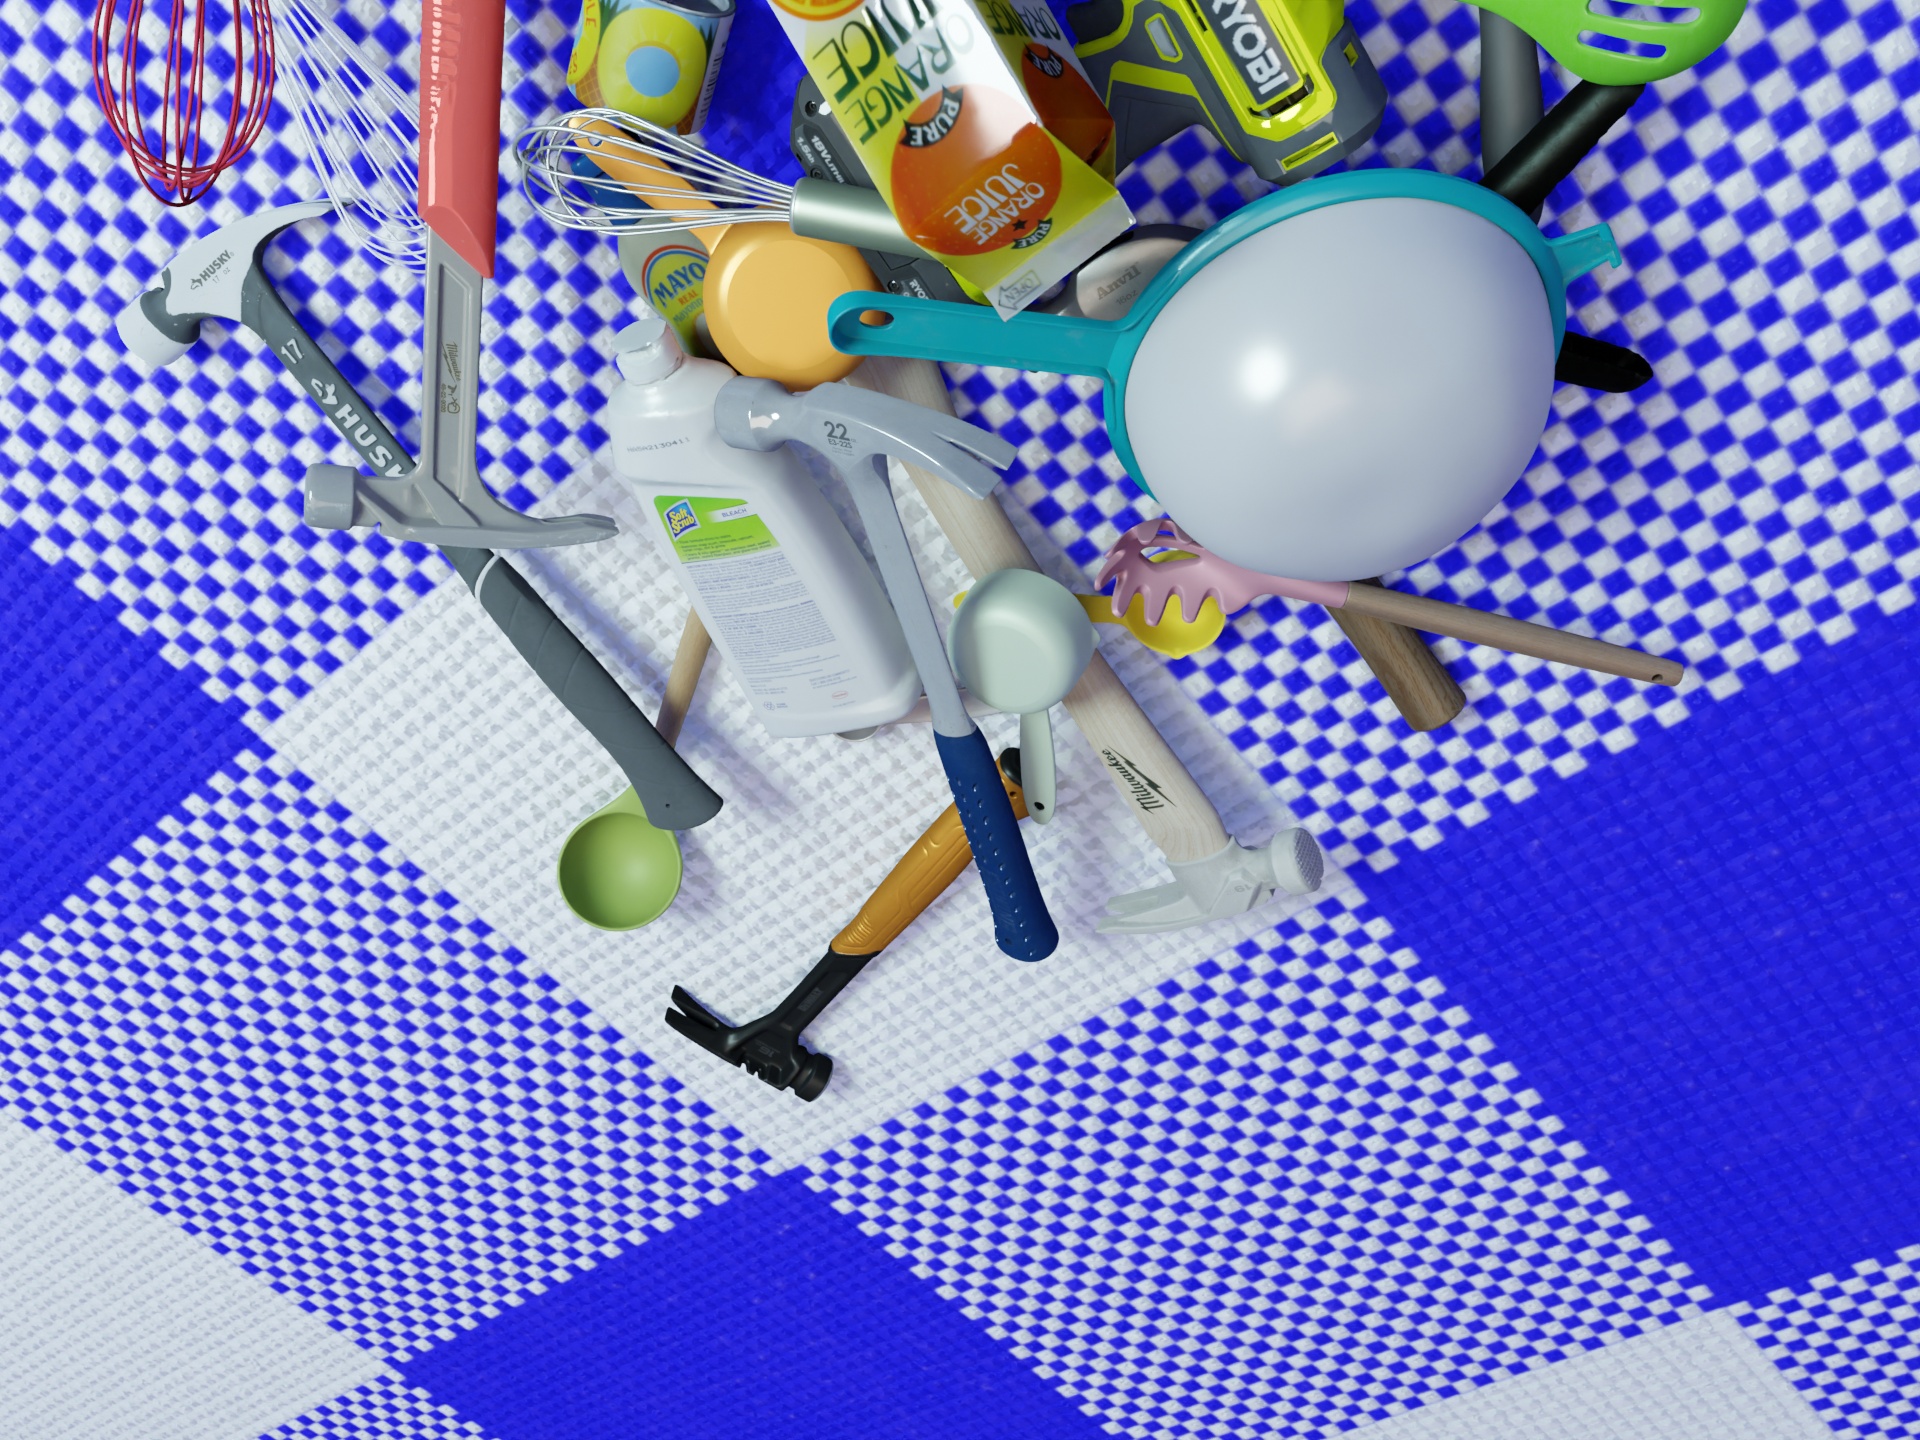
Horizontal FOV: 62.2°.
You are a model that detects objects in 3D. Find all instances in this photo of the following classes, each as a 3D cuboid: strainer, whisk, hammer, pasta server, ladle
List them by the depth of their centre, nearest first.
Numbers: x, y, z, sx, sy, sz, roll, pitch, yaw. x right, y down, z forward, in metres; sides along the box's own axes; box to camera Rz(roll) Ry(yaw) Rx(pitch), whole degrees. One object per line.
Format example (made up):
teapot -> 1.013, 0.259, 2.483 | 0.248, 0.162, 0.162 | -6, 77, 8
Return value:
whisk -> -0.320, -0.368, 0.670 | 0.073, 0.073, 0.295 | 12, 104, -1
whisk -> 0.229, -0.317, 0.679 | 0.055, 0.055, 0.238 | -9, 127, 14
strainer -> 0.113, -0.132, 0.691 | 0.340, 0.095, 0.210 | 3, 142, -15
whisk -> -0.078, -0.225, 0.693 | 0.246, 0.058, 0.059 | 12, 164, 6
whisk -> -0.321, -0.337, 0.735 | 0.070, 0.070, 0.284 | -22, 115, 21
hammer -> -0.222, -0.256, 0.735 | 0.149, 0.037, 0.359 | 1, 111, -21
pasta server -> 0.226, -0.054, 0.829 | 0.316, 0.040, 0.060 | 13, 137, -4
hammer -> 0.172, -0.117, 0.834 | 0.130, 0.031, 0.331 | -31, 116, 26
hammer -> -0.001, -0.003, 0.834 | 0.144, 0.035, 0.405 | 13, 142, 30
hammer -> -0.269, -0.097, 0.878 | 0.149, 0.036, 0.408 | -30, 109, 23
hammer -> 0.042, -0.045, 0.879 | 0.146, 0.038, 0.410 | -21, 114, 35
ladle -> -0.173, -0.002, 0.947 | 0.078, 0.062, 0.320 | 20, 122, -8
hammer -> -0.061, 0.129, 1.035 | 0.127, 0.034, 0.336 | 32, 122, -16

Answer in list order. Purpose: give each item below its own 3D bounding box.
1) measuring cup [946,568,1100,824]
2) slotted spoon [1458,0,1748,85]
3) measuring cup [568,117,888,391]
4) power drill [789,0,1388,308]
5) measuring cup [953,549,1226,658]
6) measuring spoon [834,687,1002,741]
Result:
measuring cup -> 0.034, -0.001, 0.865 | 0.083, 0.038, 0.167 | 8, 126, 21
slotted spoon -> 0.162, -0.312, 0.666 | 0.314, 0.031, 0.070 | 13, 135, 15
measuring cup -> -0.111, -0.223, 0.741 | 0.173, 0.052, 0.095 | 35, 108, -16
power drill -> 0.041, -0.286, 0.678 | 0.228, 0.080, 0.190 | -22, 117, 34
measuring cup -> 0.073, -0.069, 0.890 | 0.156, 0.029, 0.062 | 3, 126, 20
measuring spoon -> -0.019, -0.011, 0.947 | 0.124, 0.018, 0.034 | -7, 122, 4
